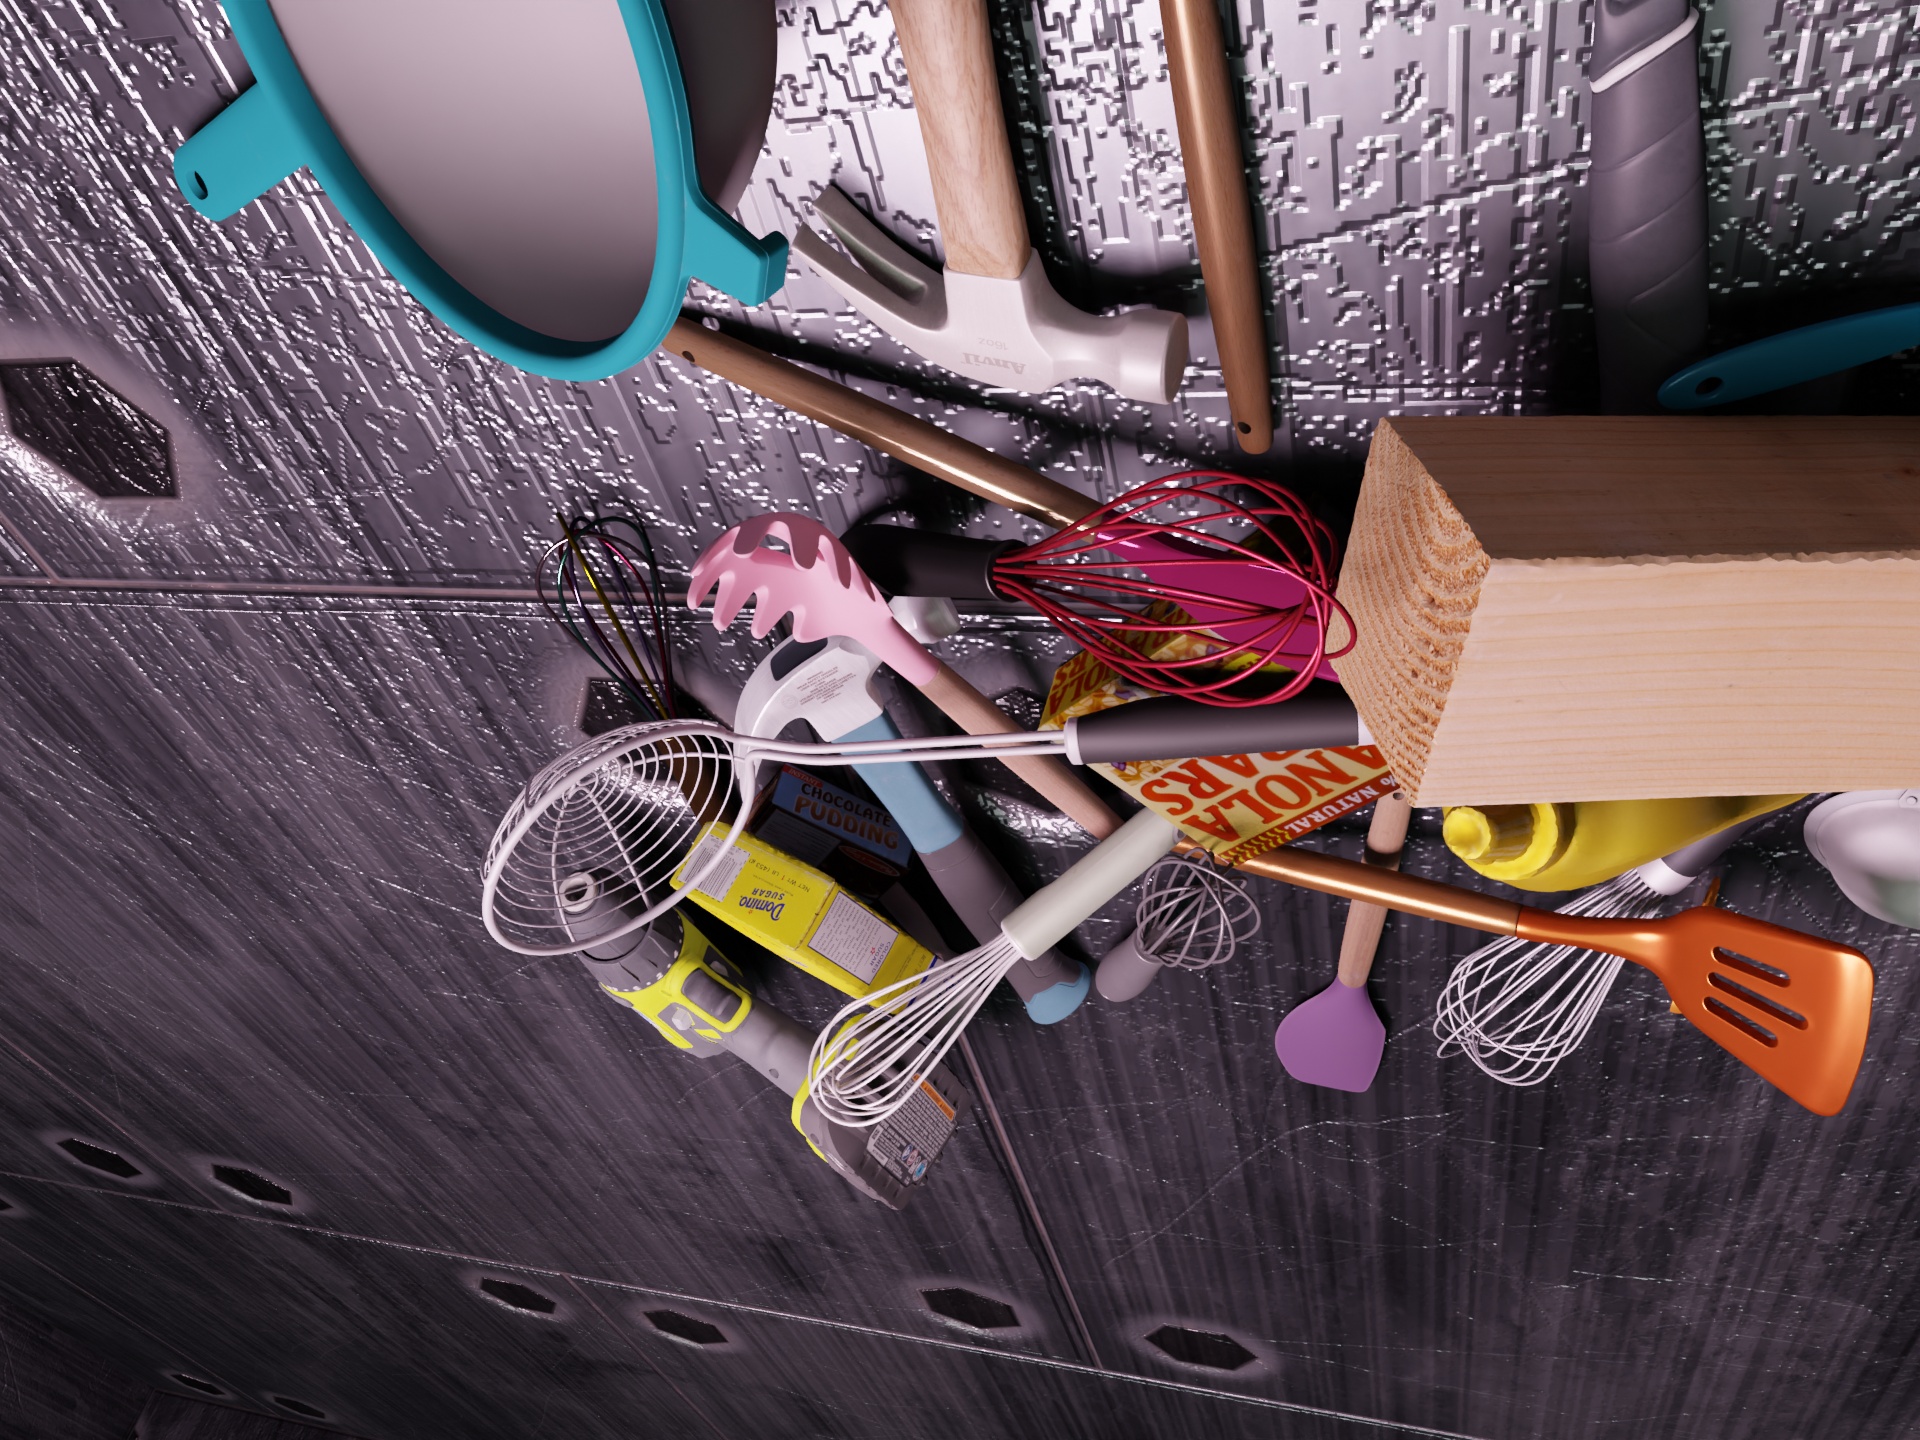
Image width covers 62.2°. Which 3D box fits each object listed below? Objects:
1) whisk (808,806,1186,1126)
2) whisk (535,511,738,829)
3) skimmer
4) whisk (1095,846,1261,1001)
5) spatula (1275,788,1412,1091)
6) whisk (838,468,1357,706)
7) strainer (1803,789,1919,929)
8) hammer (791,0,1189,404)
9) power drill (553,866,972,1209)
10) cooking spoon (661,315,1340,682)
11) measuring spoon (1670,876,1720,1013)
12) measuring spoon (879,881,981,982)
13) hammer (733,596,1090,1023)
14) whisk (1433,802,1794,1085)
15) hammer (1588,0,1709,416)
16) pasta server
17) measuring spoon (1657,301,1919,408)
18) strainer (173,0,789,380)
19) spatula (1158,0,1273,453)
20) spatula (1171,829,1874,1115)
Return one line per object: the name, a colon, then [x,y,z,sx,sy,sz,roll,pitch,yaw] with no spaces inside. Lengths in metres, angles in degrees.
whisk: [0.021,0.111,0.771,0.246,0.059,0.057,-40,148,7]
whisk: [-0.150,-0.015,0.785,0.047,0.051,0.244,24,152,26]
skimmer: [-0.013,0.039,0.641,0.363,0.090,0.127,-4,153,11]
whisk: [0.101,0.113,0.801,0.055,0.055,0.238,18,159,0]
spatula: [0.203,0.119,0.822,0.060,0.018,0.315,10,143,12]
whisk: [0.029,-0.053,0.566,0.073,0.073,0.296,43,165,-29]
strainer: [0.373,0.014,0.610,0.087,0.050,0.258,10,141,33]
hammer: [-0.013,-0.219,0.440,0.130,0.031,0.331,13,150,21]
power drill: [-0.119,0.170,0.897,0.229,0.080,0.190,26,160,29]
cooking spoon: [0.030,-0.084,0.597,0.319,0.017,0.068,25,159,6]
measuring spoon: [0.345,0.107,0.741,0.011,0.021,0.116,23,153,29]
measuring spoon: [-0.026,0.125,0.920,0.034,0.018,0.124,-9,135,30]
hammer: [-0.004,0.064,0.800,0.128,0.033,0.330,-26,136,6]
whisk: [0.299,0.082,0.714,0.070,0.070,0.284,21,137,-4]
hammer: [0.186,-0.199,0.422,0.149,0.036,0.408,-2,139,22]
pasta server: [-0.001,-0.002,0.686,0.060,0.040,0.315,-15,145,29]
measuring spoon: [0.278,-0.110,0.476,0.128,0.021,0.042,-14,139,11]
strainer: [-0.163,-0.216,0.505,0.340,0.095,0.210,5,128,50]
spatula: [0.061,-0.194,0.469,0.082,0.044,0.317,23,152,34]
spatula: [0.221,0.087,0.706,0.323,0.041,0.081,12,122,29]
